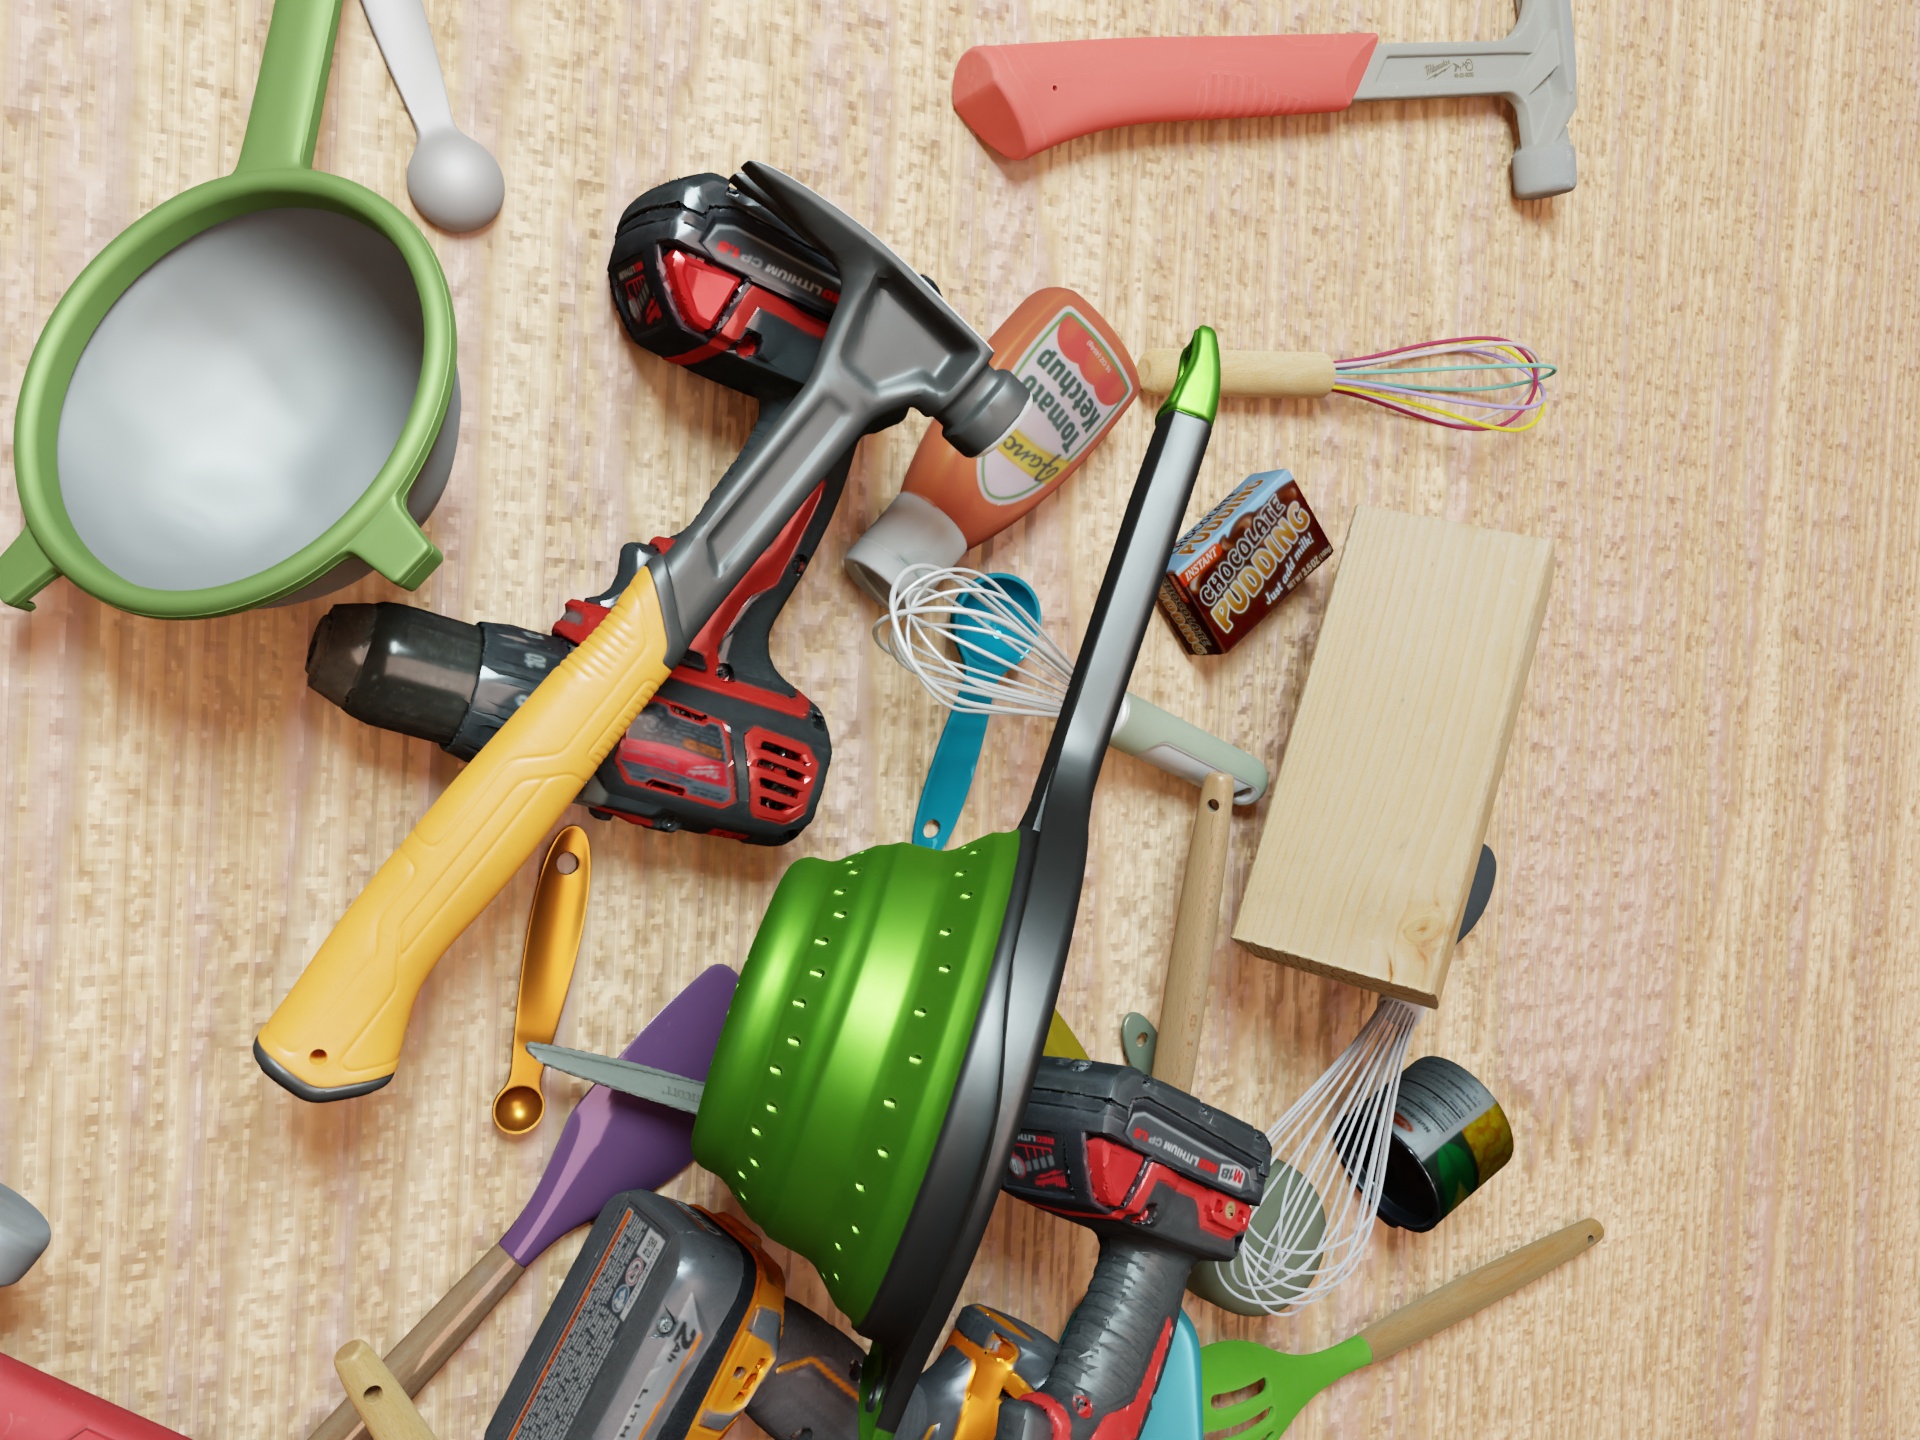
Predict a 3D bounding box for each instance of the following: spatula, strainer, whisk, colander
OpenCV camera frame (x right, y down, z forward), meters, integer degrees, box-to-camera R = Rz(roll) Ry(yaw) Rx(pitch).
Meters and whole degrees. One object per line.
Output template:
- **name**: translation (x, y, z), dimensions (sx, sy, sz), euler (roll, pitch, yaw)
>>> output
- **spatula**: translation (0.091, 0.180, 0.707), dimensions (0.044, 0.082, 0.317), euler (-4, 103, -72)
- **strainer**: translation (-0.215, -0.145, 0.527), dimensions (0.151, 0.069, 0.256), euler (-2, 72, 13)
- **whisk**: translation (0.198, 0.157, 0.757), dimensions (0.070, 0.070, 0.285), euler (54, 53, -20)
- **whisk**: translation (0.057, -0.005, 0.677), dimensions (0.246, 0.058, 0.059), euler (24, 51, -41)
- **spatula**: translation (-0.183, 0.219, 0.587), dimensions (0.316, 0.018, 0.059), euler (-46, 121, -20)
- **colander**: translation (-0.006, 0.035, 0.557), dimensions (0.094, 0.204, 0.397), euler (19, 83, -1)
- **whisk**: translation (0.193, -0.163, 0.766), dimensions (0.245, 0.051, 0.047), euler (-5, 101, -26)

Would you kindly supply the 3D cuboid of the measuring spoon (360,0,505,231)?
- **measuring spoon**: translation (-0.192, -0.235, 0.559), dimensions (0.034, 0.018, 0.124), euler (-23, 103, -26)

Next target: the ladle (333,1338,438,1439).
- **ladle**: translation (-0.141, 0.338, 0.557), dimensions (0.069, 0.031, 0.315), euler (-31, 112, -25)

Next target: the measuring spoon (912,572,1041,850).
- **measuring spoon**: translation (-0.001, -0.002, 0.683), dimensions (0.042, 0.021, 0.128), euler (16, 94, -30)

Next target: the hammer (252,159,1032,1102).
- **hammer**: translation (-0.120, -0.022, 0.527), dimensions (0.127, 0.034, 0.337), euler (40, 83, -21)

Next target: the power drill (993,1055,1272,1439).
- **power drill**: translation (0.037, 0.247, 0.603), dimensions (0.143, 0.078, 0.220), euler (32, 64, -35)

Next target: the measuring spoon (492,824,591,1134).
- **measuring spoon**: translation (-0.158, 0.097, 0.602), dimensions (0.021, 0.011, 0.117), euler (13, 82, -28)

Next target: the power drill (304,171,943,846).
- **power drill**: translation (-0.115, -0.077, 0.580), dimensions (0.187, 0.080, 0.227), euler (18, 87, -28)

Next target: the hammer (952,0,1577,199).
- **hammer**: translation (0.156, -0.311, 0.741), dimensions (0.359, 0.037, 0.149), euler (-14, 99, -28)

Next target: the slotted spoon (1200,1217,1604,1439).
- **slotted spoon**: translation (0.225, 0.312, 0.818), dimensions (0.313, 0.031, 0.070), euler (-11, 98, -30)

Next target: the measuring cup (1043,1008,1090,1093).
- **measuring cup**: translation (0.039, 0.130, 0.700), dimensions (0.062, 0.029, 0.156), euler (-37, 108, -22)

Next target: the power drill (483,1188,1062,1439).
- **power drill**: translation (-0.064, 0.292, 0.622), dimensions (0.226, 0.084, 0.164), euler (35, 76, -32)

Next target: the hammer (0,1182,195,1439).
- **hammer**: translation (-0.217, 0.305, 0.542), dimensions (0.386, 0.038, 0.143), euler (44, 74, -29)

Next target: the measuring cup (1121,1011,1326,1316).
- **measuring cup**: translation (0.120, 0.207, 0.745), dimensions (0.083, 0.038, 0.167), euler (-35, 110, -23)
